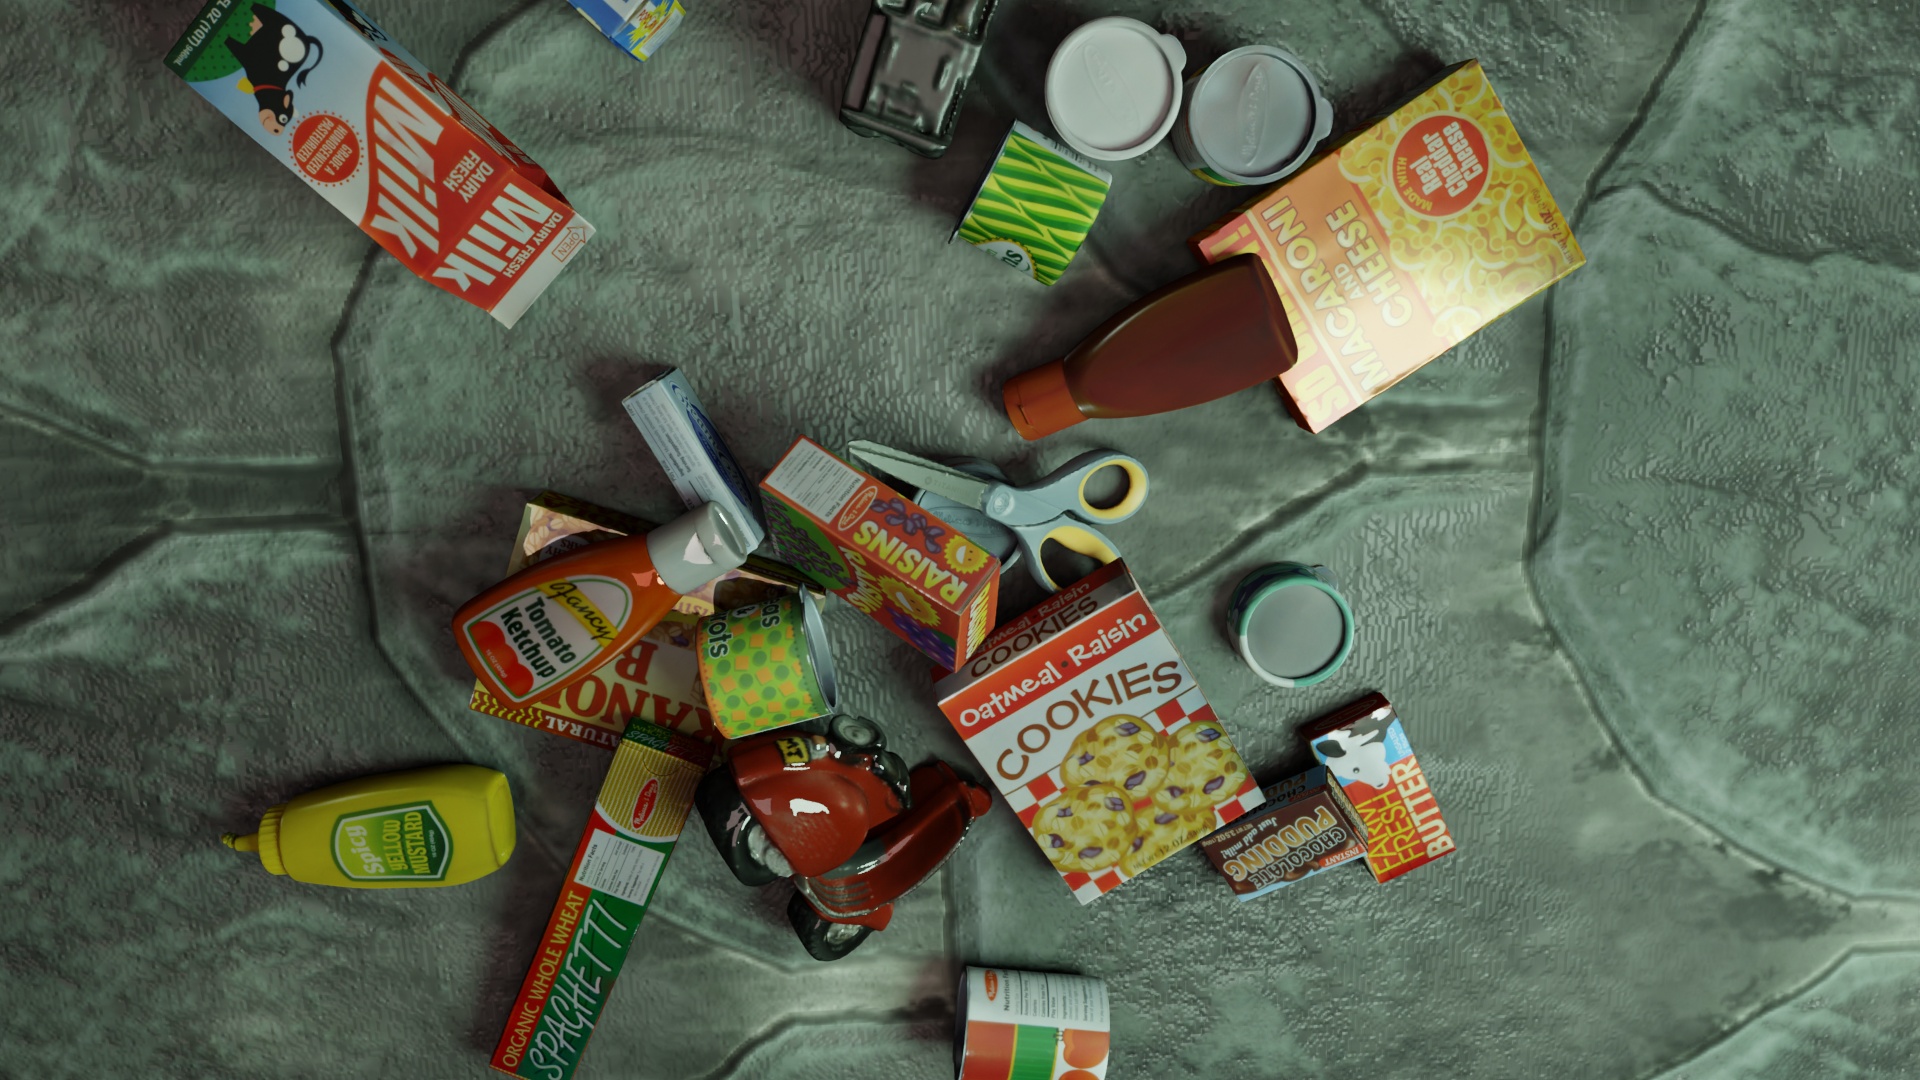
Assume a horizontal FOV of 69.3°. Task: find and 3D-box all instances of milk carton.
[{"bbox_3d":[-0.277,-0.194,0.688,0.190,0.073,0.072,42,98,-11],"label":"milk carton"}]

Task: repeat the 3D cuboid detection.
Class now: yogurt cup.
[{"bbox_3d":[0.074,-0.227,0.704,0.072,0.054,0.072,0,103,-2],"label":"yogurt cup"}]

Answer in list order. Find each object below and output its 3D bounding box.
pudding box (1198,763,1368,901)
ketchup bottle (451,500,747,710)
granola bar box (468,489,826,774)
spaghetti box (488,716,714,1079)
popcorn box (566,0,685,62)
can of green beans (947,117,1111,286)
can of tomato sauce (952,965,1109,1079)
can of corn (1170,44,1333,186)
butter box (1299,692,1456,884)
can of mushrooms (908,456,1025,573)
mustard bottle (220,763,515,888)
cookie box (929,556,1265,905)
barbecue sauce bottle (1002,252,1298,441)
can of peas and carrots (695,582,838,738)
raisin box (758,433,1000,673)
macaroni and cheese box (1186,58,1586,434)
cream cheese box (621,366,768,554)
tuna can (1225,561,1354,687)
[{"bbox_3d":[0.185,0.169,0.799,0.083,0.030,0.049,-29,103,25],"label":"pudding box"},{"bbox_3d":[-0.181,0.028,0.710,0.149,0.044,0.064,-28,103,9],"label":"ketchup bottle"},{"bbox_3d":[-0.170,0.056,0.767,0.165,0.039,0.124,18,102,-6],"label":"granola bar box"},{"bbox_3d":[-0.205,0.211,0.784,0.050,0.029,0.249,23,112,-7],"label":"spaghetti box"},{"bbox_3d":[-0.195,-0.290,0.663,0.126,0.085,0.038,42,97,-10],"label":"popcorn box"},{"bbox_3d":[0.036,-0.172,0.709,0.058,0.071,0.071,28,101,-9],"label":"can of green beans"},{"bbox_3d":[0.040,0.288,0.815,0.083,0.071,0.071,6,103,-4],"label":"can of tomato sauce"},{"bbox_3d":[0.147,-0.214,0.708,0.071,0.058,0.071,0,103,-2],"label":"can of corn"},{"bbox_3d":[0.244,0.145,0.811,0.053,0.024,0.103,-27,102,5],"label":"butter box"},{"bbox_3d":[0.003,-0.010,0.762,0.071,0.033,0.071,-1,103,-3],"label":"can of mushrooms"},{"bbox_3d":[-0.336,0.164,0.780,0.160,0.049,0.065,-6,102,-1],"label":"mustard bottle"},{"bbox_3d":[0.077,0.108,0.771,0.123,0.040,0.167,-31,116,5],"label":"cookie box"},{"bbox_3d":[0.094,-0.093,0.719,0.148,0.044,0.064,-20,107,24],"label":"barbecue sauce bottle"},{"bbox_3d":[-0.100,0.062,0.715,0.059,0.071,0.070,-14,103,2],"label":"can of peas and carrots"},{"bbox_3d":[-0.040,0.008,0.716,0.123,0.085,0.040,33,67,13],"label":"raisin box"},{"bbox_3d":[0.223,-0.153,0.735,0.166,0.040,0.123,-33,101,5],"label":"macaroni and cheese box"},{"bbox_3d":[-0.138,-0.040,0.739,0.024,0.053,0.103,-29,102,6],"label":"cream cheese box"},{"bbox_3d":[0.187,0.046,0.782,0.071,0.033,0.071,0,103,-2],"label":"tuna can"}]
